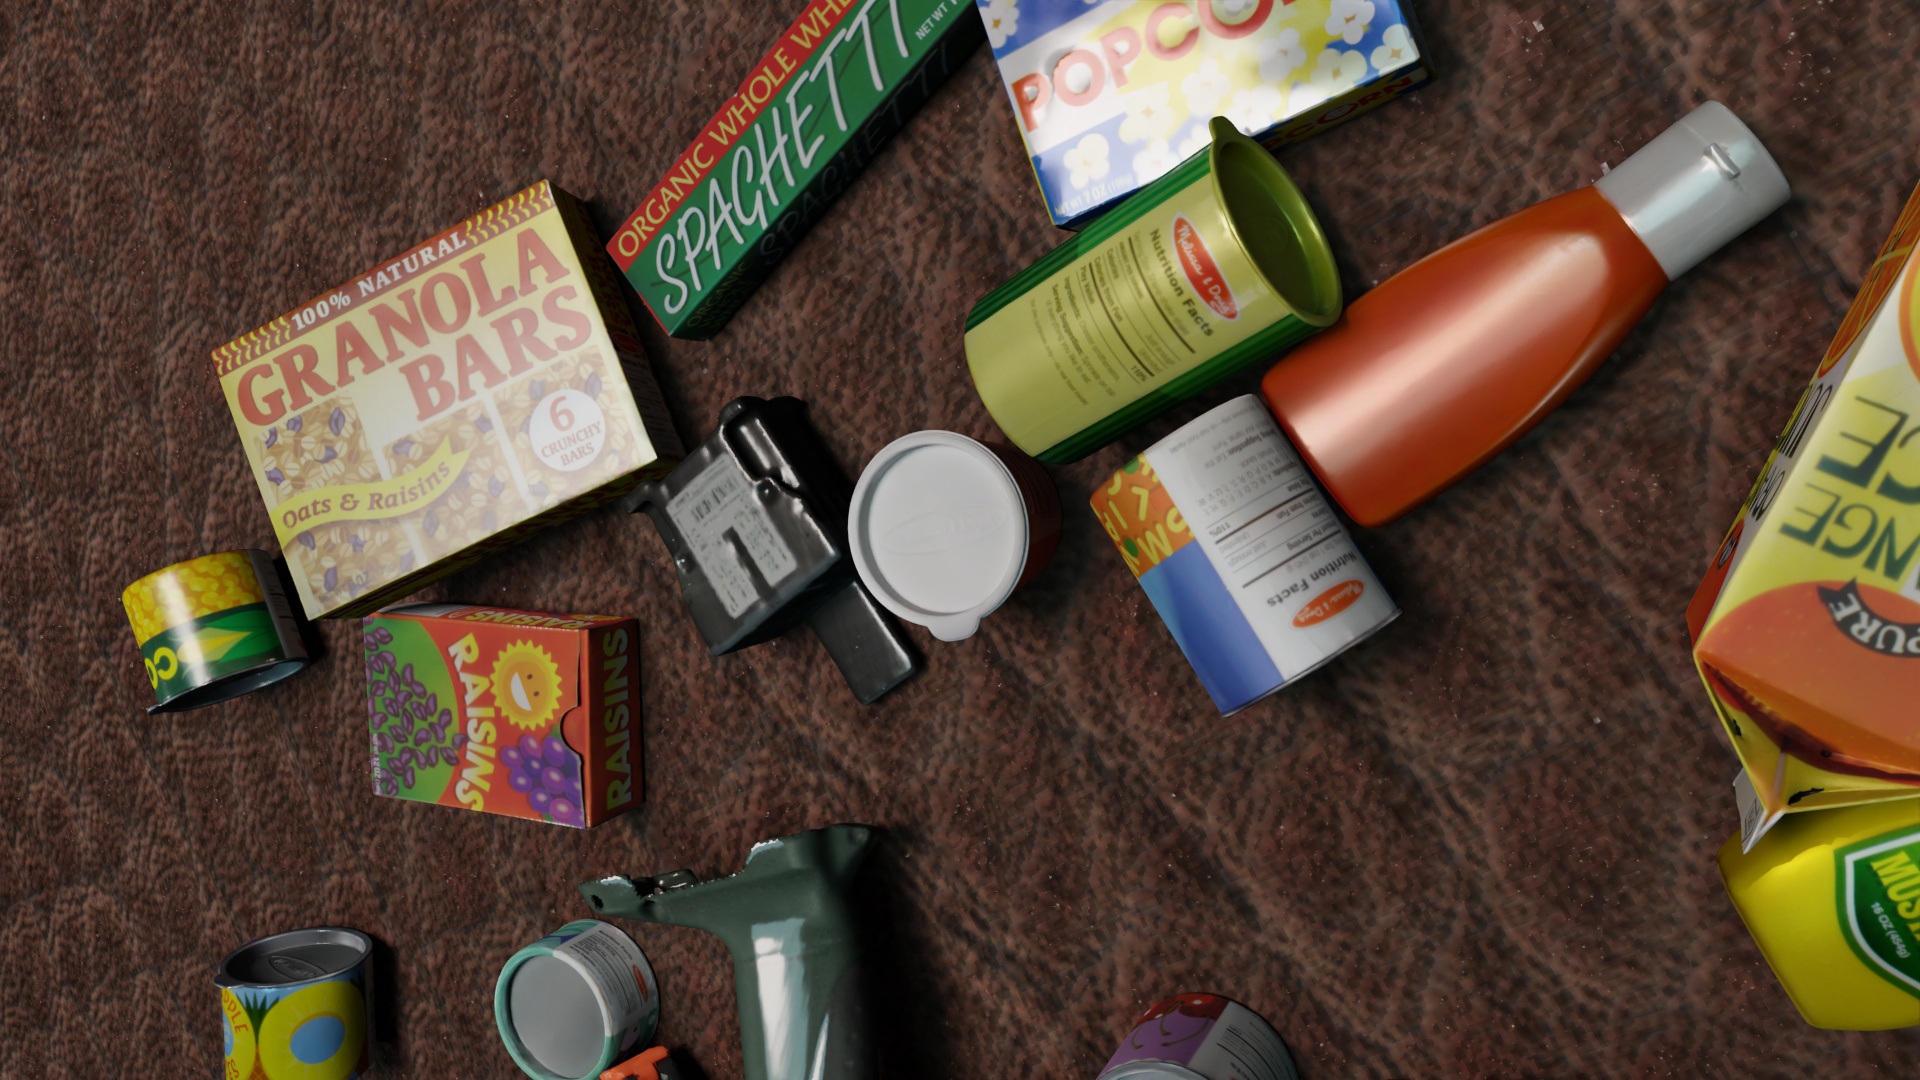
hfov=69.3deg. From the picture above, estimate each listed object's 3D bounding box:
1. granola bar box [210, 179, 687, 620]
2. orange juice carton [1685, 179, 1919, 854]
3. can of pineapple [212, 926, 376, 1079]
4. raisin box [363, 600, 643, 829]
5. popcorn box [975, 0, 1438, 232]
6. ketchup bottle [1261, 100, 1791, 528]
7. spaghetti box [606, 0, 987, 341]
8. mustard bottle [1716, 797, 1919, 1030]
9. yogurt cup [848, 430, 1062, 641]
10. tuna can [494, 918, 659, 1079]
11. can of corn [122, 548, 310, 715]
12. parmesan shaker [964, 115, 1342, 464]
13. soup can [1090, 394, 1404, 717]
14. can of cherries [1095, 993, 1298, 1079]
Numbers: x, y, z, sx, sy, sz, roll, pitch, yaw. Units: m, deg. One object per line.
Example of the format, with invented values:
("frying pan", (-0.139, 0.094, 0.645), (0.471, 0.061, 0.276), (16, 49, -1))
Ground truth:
("granola bar box", (-0.211, -0.055, 0.574), (0.165, 0.039, 0.124), (-24, 85, 10))
("orange juice carton", (0.253, -0.007, 0.367), (0.073, 0.072, 0.192), (27, 106, 21))
("can of pineapple", (-0.316, 0.224, 0.660), (0.071, 0.071, 0.057), (4, 98, 25))
("raisin box", (-0.200, 0.073, 0.606), (0.123, 0.040, 0.086), (3, 96, 24))
("popcorn box", (0.077, -0.163, 0.450), (0.126, 0.038, 0.085), (-20, 87, 25))
("ketchup bottle", (0.167, -0.068, 0.416), (0.148, 0.043, 0.065), (-38, 79, 24))
("spaghetti box", (-0.038, -0.173, 0.508), (0.249, 0.029, 0.050), (-42, 77, 23))
("mustard bottle", (0.293, 0.077, 0.371), (0.160, 0.049, 0.065), (-33, 85, 24))
("yogurt cup", (0.002, -0.006, 0.494), (0.072, 0.054, 0.072), (3, 97, 25))
("tuna can", (-0.170, 0.205, 0.610), (0.071, 0.033, 0.071), (3, 97, 24))
("can of corn", (-0.354, 0.043, 0.657), (0.071, 0.071, 0.058), (-25, 85, 25))
("parmesan shaker", (0.058, -0.077, 0.444), (0.102, 0.071, 0.071), (-28, 84, 37))
("soup can", (0.090, 0.006, 0.450), (0.071, 0.071, 0.084), (-36, 80, 24))
("can of cherries", (0.077, 0.200, 0.480), (0.071, 0.058, 0.071), (3, 98, 24))
